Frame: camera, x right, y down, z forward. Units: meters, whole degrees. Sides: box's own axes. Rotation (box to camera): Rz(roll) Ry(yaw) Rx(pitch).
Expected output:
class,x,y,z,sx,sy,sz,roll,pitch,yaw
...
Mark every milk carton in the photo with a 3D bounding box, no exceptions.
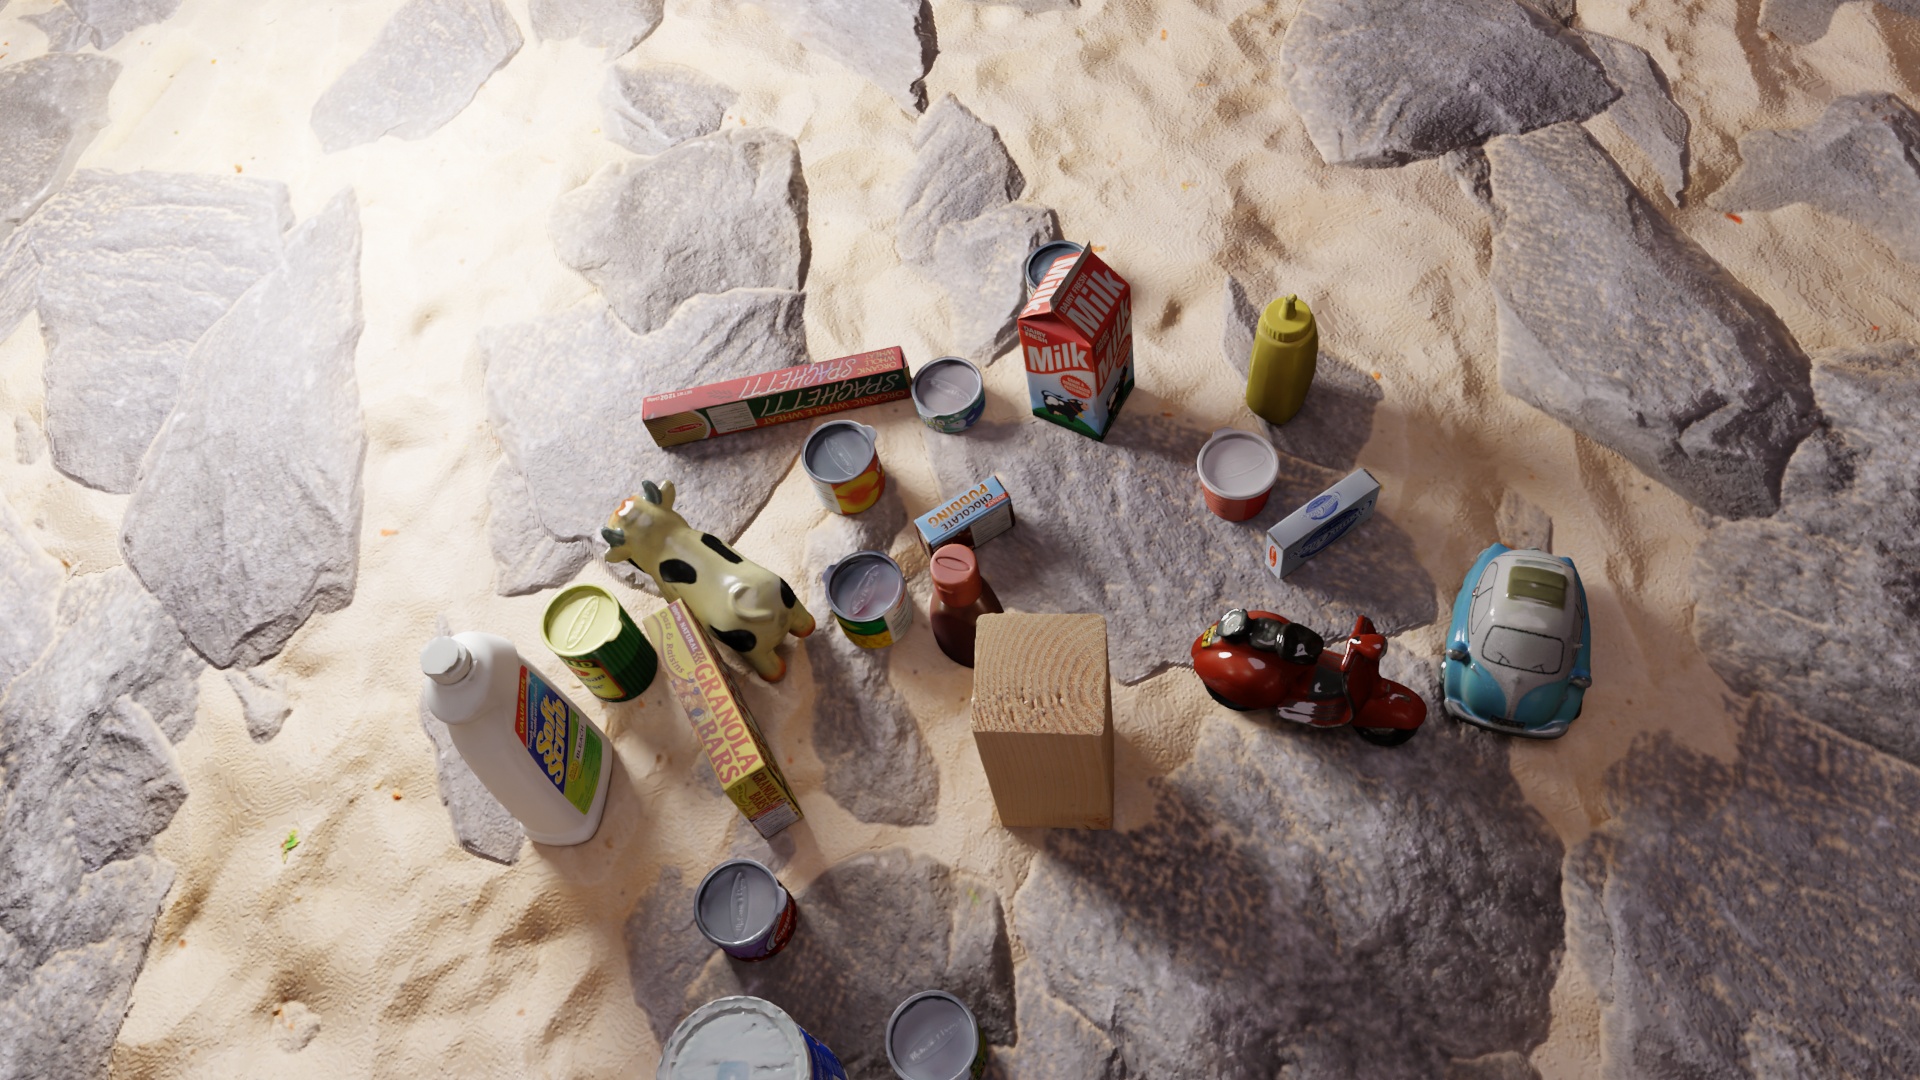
class,x,y,z,sx,sy,sz,roll,pitch,yaw
milk carton,0.101,-0.173,1.197,0.073,0.189,0.072,24,67,20

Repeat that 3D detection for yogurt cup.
class,x,y,z,sx,sy,sz,roll,pitch,yaw
yogurt cup,0.237,-0.052,1.188,0.072,0.053,0.073,-4,61,6

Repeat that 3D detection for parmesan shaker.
class,x,y,z,sx,sy,sz,roll,pitch,yaw
parmesan shaker,-0.297,0.088,1.157,0.071,0.102,0.071,-4,61,6

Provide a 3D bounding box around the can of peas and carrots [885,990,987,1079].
class,x,y,z,sx,sy,sz,roll,pitch,yaw
can of peas and carrots,-0.014,0.362,0.988,0.071,0.058,0.071,-4,61,6

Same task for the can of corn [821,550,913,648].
class,x,y,z,sx,sy,sz,roll,pitch,yaw
can of corn,-0.078,0.050,1.173,0.071,0.058,0.071,-4,61,6

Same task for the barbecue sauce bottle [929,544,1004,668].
class,x,y,z,sx,sy,sz,roll,pitch,yaw
barbecue sauce bottle,0.004,0.054,1.107,0.065,0.148,0.044,17,65,17

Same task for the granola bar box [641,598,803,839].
class,x,y,z,sx,sy,sz,roll,pitch,yaw
granola bar box,-0.187,0.142,1.099,0.039,0.123,0.166,-29,61,-8

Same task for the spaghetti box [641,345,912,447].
class,x,y,z,sx,sy,sz,roll,pitch,yaw
spaghetti box,-0.168,-0.133,1.294,0.250,0.050,0.029,-11,60,2

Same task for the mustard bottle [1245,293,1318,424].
class,x,y,z,sx,sy,sz,roll,pitch,yaw
mustard bottle,0.276,-0.164,1.184,0.049,0.159,0.065,27,68,21

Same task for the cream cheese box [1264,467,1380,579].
class,x,y,z,sx,sy,sz,roll,pitch,yaw
cream cheese box,0.300,-0.014,1.158,0.104,0.053,0.024,-33,62,-10

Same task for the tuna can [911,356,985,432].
class,x,y,z,sx,sy,sz,roll,pitch,yaw
tuna can,-0.012,-0.132,1.281,0.071,0.032,0.071,-3,60,6

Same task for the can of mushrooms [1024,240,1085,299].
class,x,y,z,sx,sy,sz,roll,pitch,yaw
can of mushrooms,0.096,-0.250,1.332,0.071,0.033,0.071,-3,60,6

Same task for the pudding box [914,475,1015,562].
class,x,y,z,sx,sy,sz,roll,pitch,yaw
pudding box,0.004,-0.015,1.203,0.084,0.049,0.030,-31,61,-9

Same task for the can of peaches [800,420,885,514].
class,x,y,z,sx,sy,sz,roll,pitch,yaw
can of peaches,-0.102,-0.066,1.242,0.071,0.057,0.071,-4,61,6

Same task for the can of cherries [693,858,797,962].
class,x,y,z,sx,sy,sz,roll,pitch,yaw
can of cherries,-0.160,0.282,1.054,0.071,0.058,0.072,-4,61,6
